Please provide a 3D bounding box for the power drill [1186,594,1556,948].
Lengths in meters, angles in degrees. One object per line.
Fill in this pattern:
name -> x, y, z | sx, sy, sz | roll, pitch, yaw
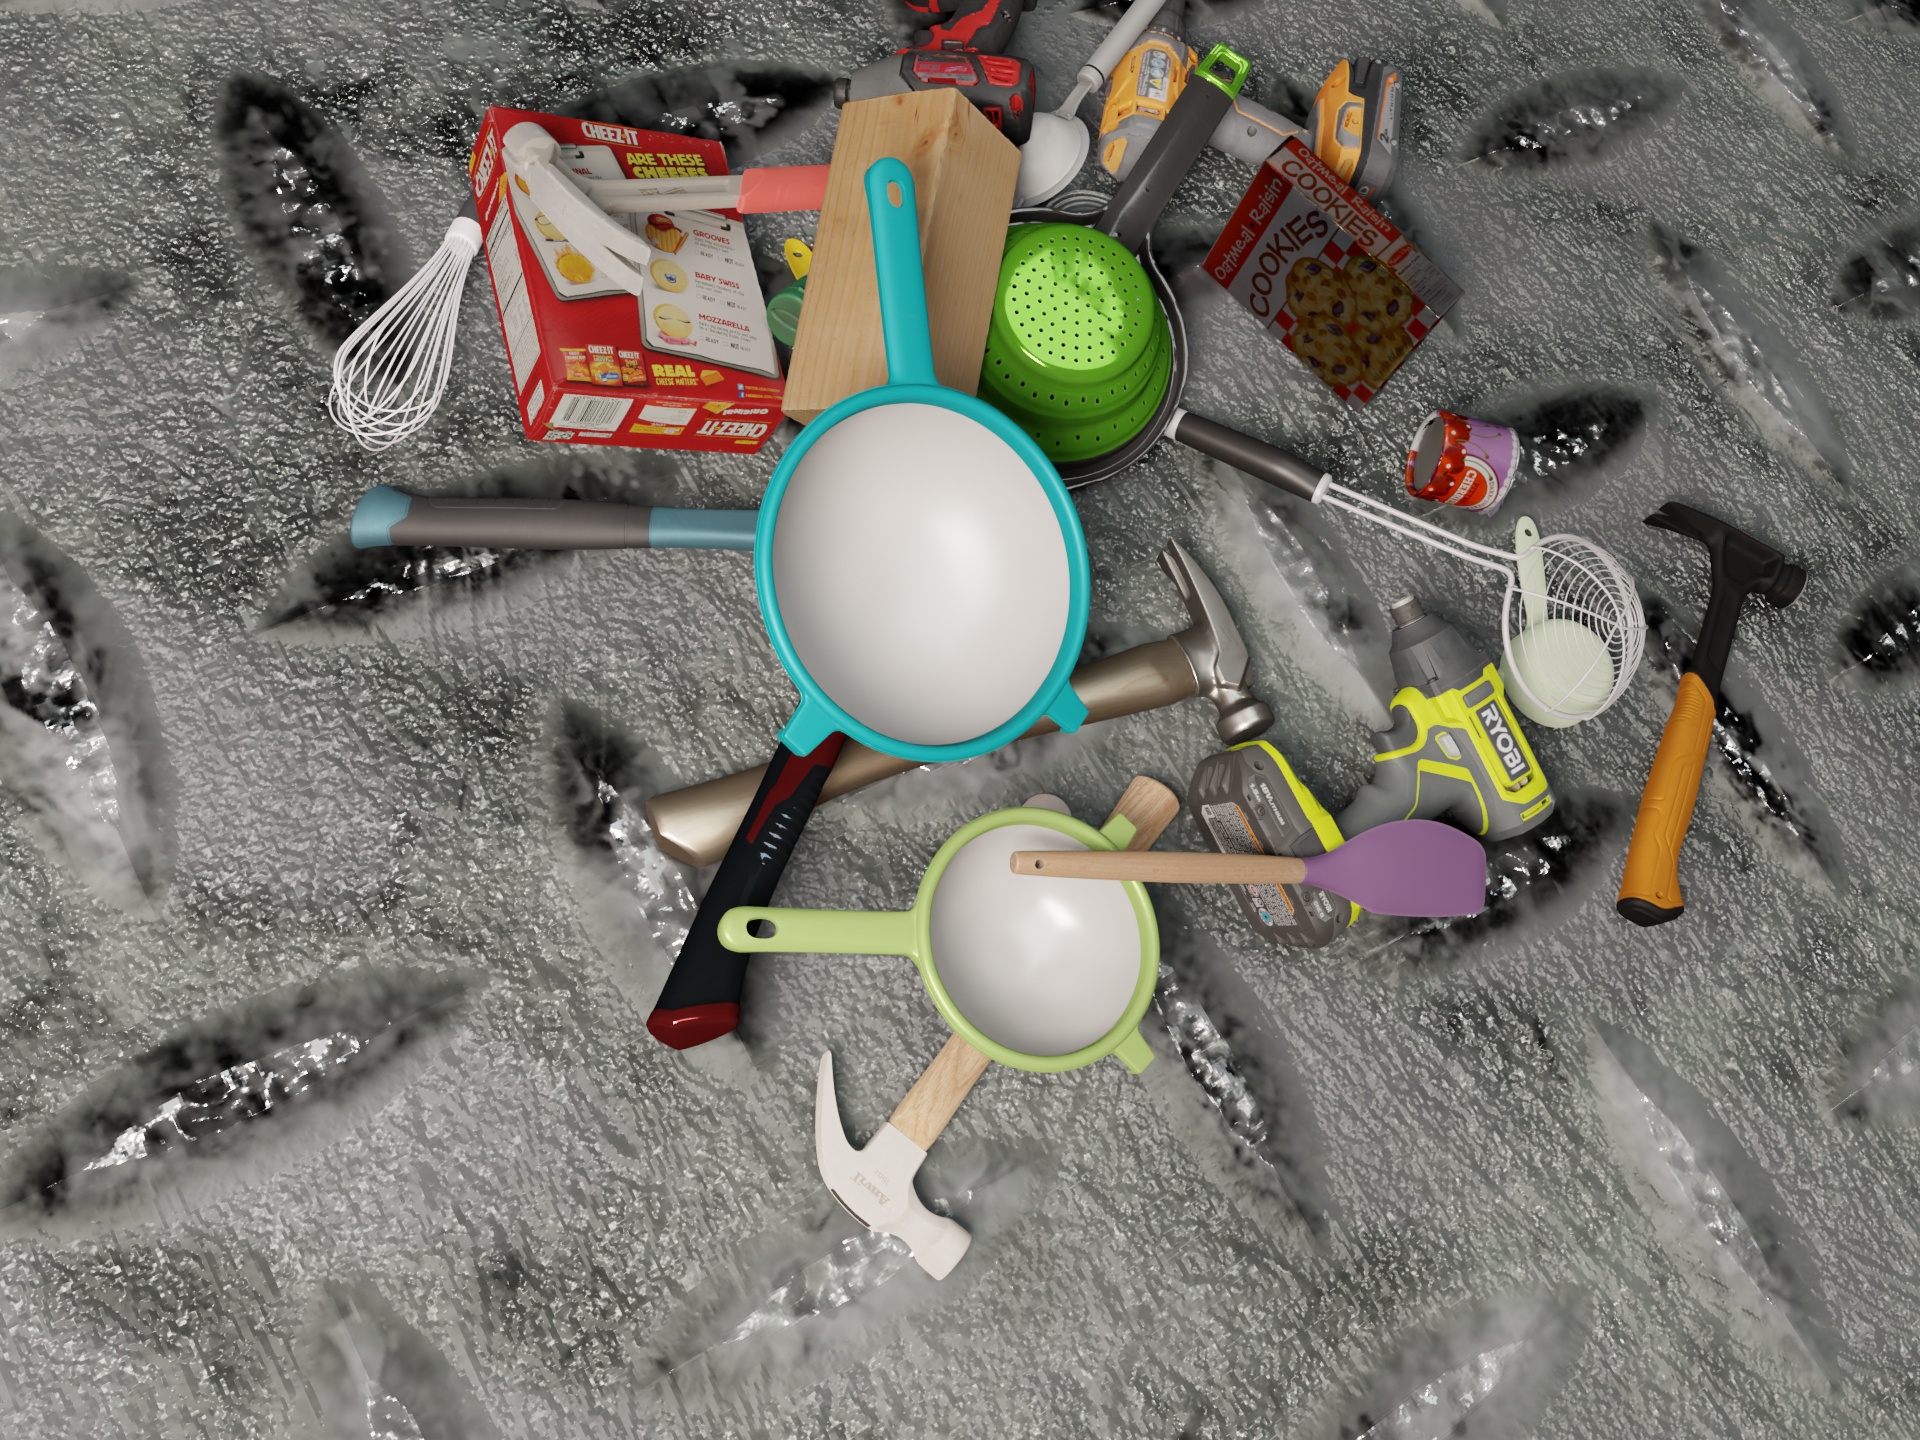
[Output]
power drill -> 0.266, 0.032, 1.034 | 0.223, 0.080, 0.171 | -29, 93, -22

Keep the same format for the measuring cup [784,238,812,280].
measuring cup -> -0.093, -0.276, 1.113 | 0.062, 0.029, 0.157 | -14, 61, -22

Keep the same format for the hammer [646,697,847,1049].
hammer -> -0.105, 0.012, 0.947 | 0.143, 0.038, 0.387 | 19, 58, 7

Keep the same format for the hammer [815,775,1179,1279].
hammer -> 0.032, 0.160, 0.964 | 0.130, 0.031, 0.331 | 38, 65, 2

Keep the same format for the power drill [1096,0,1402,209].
power drill -> 0.225, -0.490, 1.246 | 0.226, 0.084, 0.185 | 11, 66, -4

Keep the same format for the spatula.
spatula -> 0.178, 0.086, 0.940 | 0.315, 0.018, 0.060 | 3, 87, -19

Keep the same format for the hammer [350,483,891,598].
hammer -> -0.205, -0.121, 0.985 | 0.331, 0.033, 0.128 | 1, 56, -3

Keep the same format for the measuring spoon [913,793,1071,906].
measuring spoon -> 0.020, 0.083, 0.996 | 0.124, 0.018, 0.034 | -34, 68, -22

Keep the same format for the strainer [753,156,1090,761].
strainer -> -0.042, -0.143, 0.918 | 0.211, 0.095, 0.340 | -5, 87, -30

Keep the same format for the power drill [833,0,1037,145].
power drill -> -0.011, -0.508, 1.166 | 0.143, 0.078, 0.220 | 4, 59, 5

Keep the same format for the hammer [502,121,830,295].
hammer -> -0.109, -0.346, 1.049 | 0.359, 0.036, 0.149 | -20, 56, -41

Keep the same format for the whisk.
whisk -> -0.336, -0.292, 1.041 | 0.070, 0.070, 0.285 | 19, 60, -6

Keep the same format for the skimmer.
skimmer -> 0.307, -0.123, 1.123 | 0.363, 0.090, 0.127 | 28, 71, 17

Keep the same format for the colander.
colander -> 0.109, -0.336, 1.101 | 0.204, 0.094, 0.397 | 32, 77, -4

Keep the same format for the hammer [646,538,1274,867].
hammer -> -0.002, -0.003, 1.018 | 0.410, 0.038, 0.146 | -17, 73, -19

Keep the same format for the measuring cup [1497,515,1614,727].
measuring cup -> 0.429, -0.079, 1.154 | 0.083, 0.038, 0.168 | 3, 70, -13

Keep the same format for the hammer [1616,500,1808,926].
hammer -> 0.524, -0.005, 1.152 | 0.127, 0.034, 0.337 | 28, 65, -3

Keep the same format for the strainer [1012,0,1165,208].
strainer -> 0.091, -0.475, 1.188 | 0.087, 0.050, 0.258 | 28, 76, 36

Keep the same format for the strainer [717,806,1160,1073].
strainer -> -0.015, 0.127, 0.901 | 0.256, 0.069, 0.152 | 4, 70, -19
